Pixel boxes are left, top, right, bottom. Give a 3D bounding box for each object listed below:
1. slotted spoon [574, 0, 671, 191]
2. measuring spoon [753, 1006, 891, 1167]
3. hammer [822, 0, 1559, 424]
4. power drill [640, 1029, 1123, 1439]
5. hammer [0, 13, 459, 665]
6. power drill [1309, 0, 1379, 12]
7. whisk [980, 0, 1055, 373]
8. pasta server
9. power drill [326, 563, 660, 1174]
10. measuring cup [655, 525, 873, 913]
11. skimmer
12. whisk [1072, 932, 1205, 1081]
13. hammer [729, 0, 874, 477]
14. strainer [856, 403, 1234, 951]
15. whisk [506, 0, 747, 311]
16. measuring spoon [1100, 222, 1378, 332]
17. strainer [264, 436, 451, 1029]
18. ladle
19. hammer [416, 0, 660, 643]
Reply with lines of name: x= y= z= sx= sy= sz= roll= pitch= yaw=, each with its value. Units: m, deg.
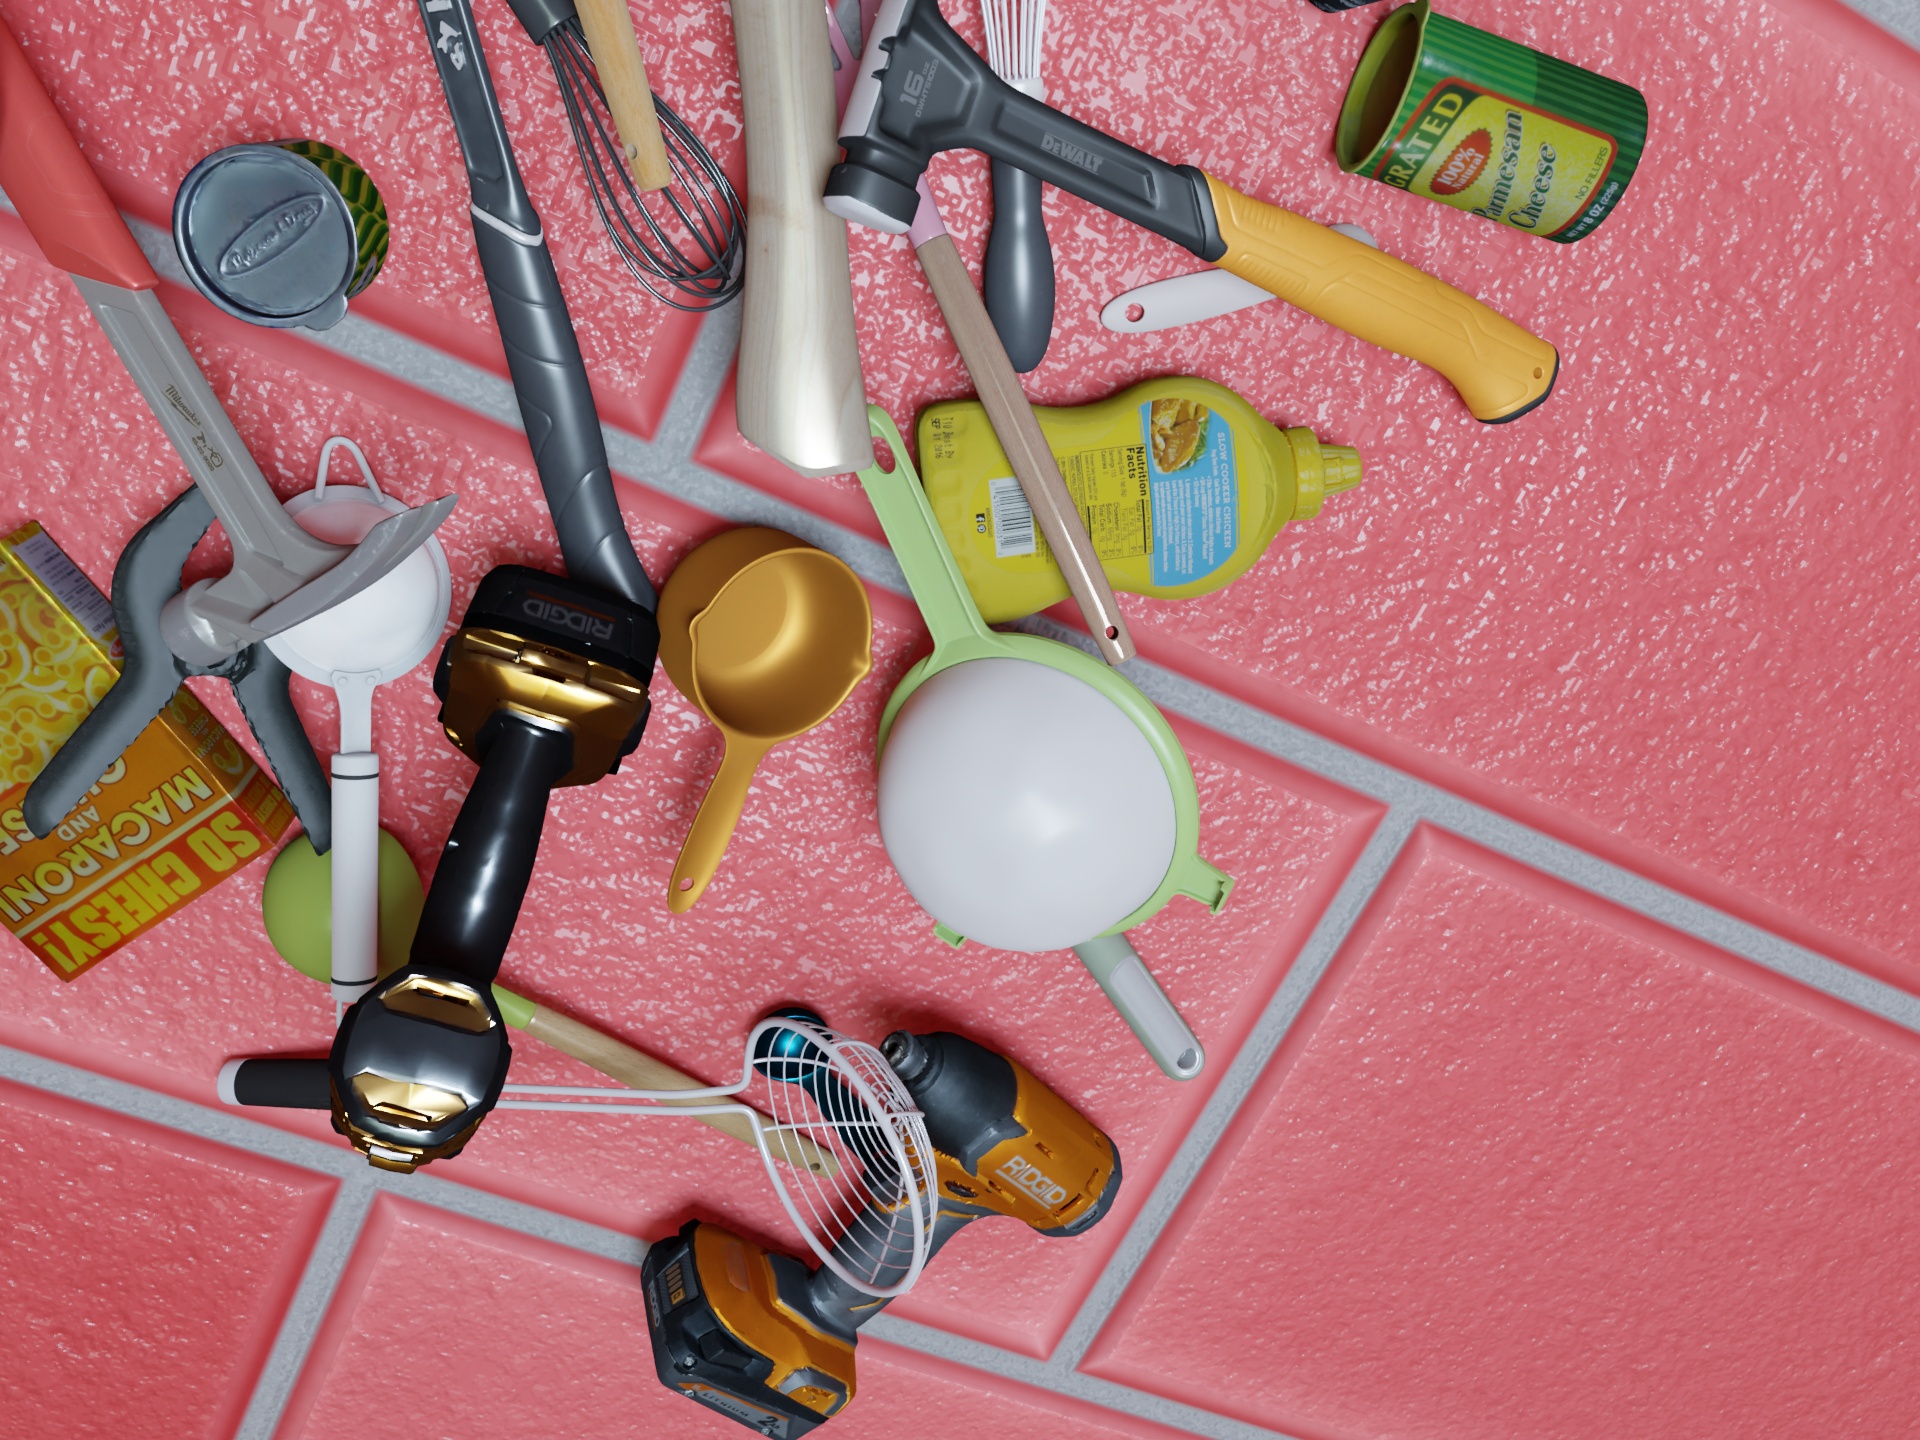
slotted spoon: x=-0.152 y=-0.344 z=0.550 sx=0.070 sy=0.031 sz=0.313 roll=-1 pitch=112 yaw=41
measuring spoon: x=-0.066 y=0.190 z=0.819 sx=0.042 sy=0.021 sz=0.128 roll=-29 pitch=121 yaw=5
hammer: x=0.115 y=-0.199 z=0.628 sx=0.336 sy=0.034 sz=0.127 roll=16 pitch=98 yaw=-28
power drill: x=-0.049 y=0.247 z=0.791 sx=0.226 sy=0.084 sz=0.164 roll=-39 pitch=127 yaw=7
hammer: x=-0.322 y=-0.198 z=0.569 sx=0.149 sy=0.037 sz=0.359 roll=-22 pitch=102 yaw=31
power drill: x=0.146 y=-0.384 z=0.576 sx=0.188 sy=0.080 sz=0.226 roll=-16 pitch=110 yaw=0
whisk: x=0.021 y=-0.276 z=0.618 sx=0.070 sy=0.070 sz=0.284 roll=-5 pitch=118 yaw=-4
pasta server: x=0.000 y=-0.165 z=0.629 sx=0.060 sy=0.040 sz=0.316 roll=-25 pitch=97 yaw=3
power drill: x=-0.199 y=0.071 z=0.656 sx=0.084 sy=0.185 sz=0.226 roll=18 pitch=65 yaw=-14
measuring cup: x=-0.104 y=-0.002 z=0.695 sx=0.095 sy=0.052 sz=0.173 roll=12 pitch=106 yaw=-42
skimmer: x=-0.183 y=0.186 z=0.710 sx=0.363 sy=0.090 sz=0.127 roll=0 pitch=112 yaw=11
whisk: x=0.058 y=0.094 z=0.775 sx=0.058 sy=0.059 sz=0.246 roll=-41 pitch=117 yaw=-12
hammer: x=-0.063 y=-0.296 z=0.571 sx=0.146 sy=0.038 sz=0.410 roll=-8 pitch=103 yaw=-4
strainer: x=-0.001 y=-0.002 z=0.652 sx=0.151 sy=0.069 sz=0.256 roll=-12 pitch=111 yaw=33
whisk: x=-0.157 y=-0.264 z=0.607 sx=0.055 sy=0.055 sz=0.238 roll=-32 pitch=108 yaw=7
measuring spoon: x=0.122 y=-0.185 z=0.682 sx=0.124 sy=0.018 sz=0.034 roll=-13 pitch=113 yaw=0
strainer: x=-0.254 y=0.011 z=0.673 sx=0.086 sy=0.050 sz=0.258 roll=-4 pitch=101 yaw=-41
ladle: x=-0.188 y=0.148 z=0.778 sx=0.320 sy=0.062 sz=0.078 roll=34 pitch=107 yaw=-25
hammer: x=-0.184 y=-0.211 z=0.607 sx=0.149 sy=0.036 sz=0.408 roll=8 pitch=124 yaw=29
